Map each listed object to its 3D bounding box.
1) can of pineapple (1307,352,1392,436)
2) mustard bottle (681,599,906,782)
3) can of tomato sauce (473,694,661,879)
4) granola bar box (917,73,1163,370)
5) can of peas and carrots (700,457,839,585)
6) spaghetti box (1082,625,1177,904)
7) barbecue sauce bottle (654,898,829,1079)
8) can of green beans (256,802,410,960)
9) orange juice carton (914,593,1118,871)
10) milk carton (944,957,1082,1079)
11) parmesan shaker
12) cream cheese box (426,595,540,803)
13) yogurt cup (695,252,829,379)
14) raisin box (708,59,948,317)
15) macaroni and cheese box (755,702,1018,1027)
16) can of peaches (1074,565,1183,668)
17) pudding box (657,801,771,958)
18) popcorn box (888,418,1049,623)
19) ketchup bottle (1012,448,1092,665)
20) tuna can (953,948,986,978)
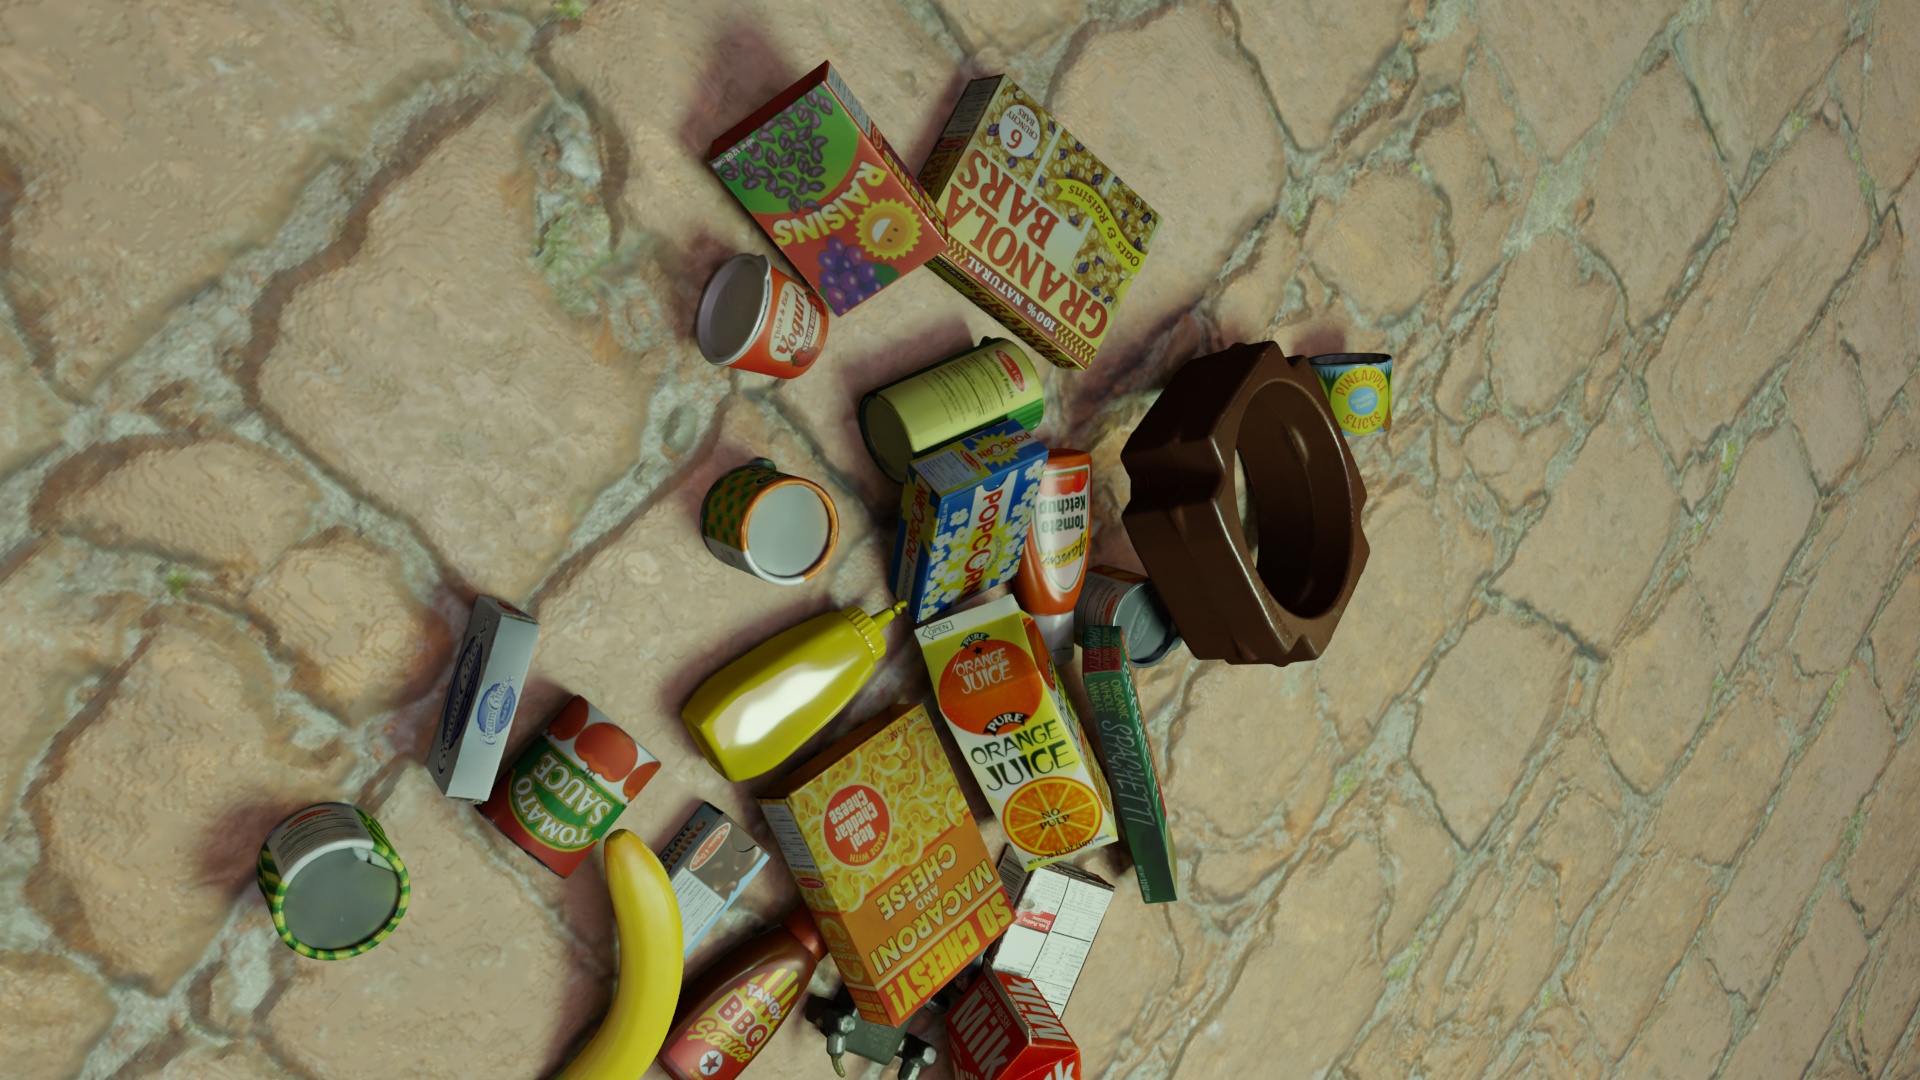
[{"bbox_3d":[0.309,-0.116,1.102,0.071,0.071,0.057,-14,107,-31],"label":"can of pineapple"},{"bbox_3d":[-0.096,0.085,0.878,0.161,0.049,0.065,-35,117,-25],"label":"mustard bottle"},{"bbox_3d":[-0.221,0.139,0.790,0.083,0.071,0.071,-50,122,-16],"label":"can of tomato sauce"},{"bbox_3d":[0.048,-0.208,0.926,0.165,0.039,0.124,32,81,-34],"label":"granola bar box"},{"bbox_3d":[-0.114,-0.012,0.841,0.071,0.059,0.070,-8,104,-33],"label":"can of peas and carrots"},{"bbox_3d":[0.125,0.168,1.010,0.050,0.028,0.248,-82,159,-52],"label":"spaghetti box"},{"bbox_3d":[-0.131,0.287,0.896,0.149,0.043,0.064,-43,118,-20],"label":"barbecue sauce bottle"},{"bbox_3d":[-0.330,0.179,0.731,0.071,0.058,0.071,-7,103,-33],"label":"can of green beans"},{"bbox_3d":[0.039,0.124,0.947,0.072,0.073,0.192,-21,115,9],"label":"orange juice carton"},{"bbox_3d":[0.040,0.384,0.983,0.073,0.072,0.189,-18,123,-18],"label":"milk carton"},{"bbox_3d":[-0.008,-0.085,0.897,0.103,0.071,0.071,-26,113,-27],"label":"parmesan shaker"},{"bbox_3d":[-0.262,0.086,0.762,0.024,0.053,0.103,17,89,-33],"label":"cream cheese box"},{"bbox_3d":[-0.115,-0.128,0.817,0.054,0.072,0.072,18,89,-43],"label":"yogurt cup"},{"bbox_3d":[-0.076,-0.204,0.818,0.086,0.040,0.123,-30,122,17],"label":"raisin box"},{"bbox_3d":[-0.044,0.208,0.907,0.124,0.040,0.166,-31,102,-39],"label":"macaroni and cheese box"},{"bbox_3d":[0.120,0.056,1.013,0.071,0.058,0.071,-7,103,-34],"label":"can of peaches"},{"bbox_3d":[-0.165,0.212,0.867,0.084,0.030,0.049,-50,120,-16],"label":"pudding box"},{"bbox_3d":[0.003,-0.011,0.896,0.085,0.038,0.126,-24,148,-28],"label":"popcorn box"},{"bbox_3d":[0.061,0.012,0.974,0.065,0.043,0.148,-9,104,-32],"label":"ketchup bottle"},{"bbox_3d":[-0.012,0.274,0.981,0.071,0.033,0.071,-7,103,-33],"label":"tuna can"}]
